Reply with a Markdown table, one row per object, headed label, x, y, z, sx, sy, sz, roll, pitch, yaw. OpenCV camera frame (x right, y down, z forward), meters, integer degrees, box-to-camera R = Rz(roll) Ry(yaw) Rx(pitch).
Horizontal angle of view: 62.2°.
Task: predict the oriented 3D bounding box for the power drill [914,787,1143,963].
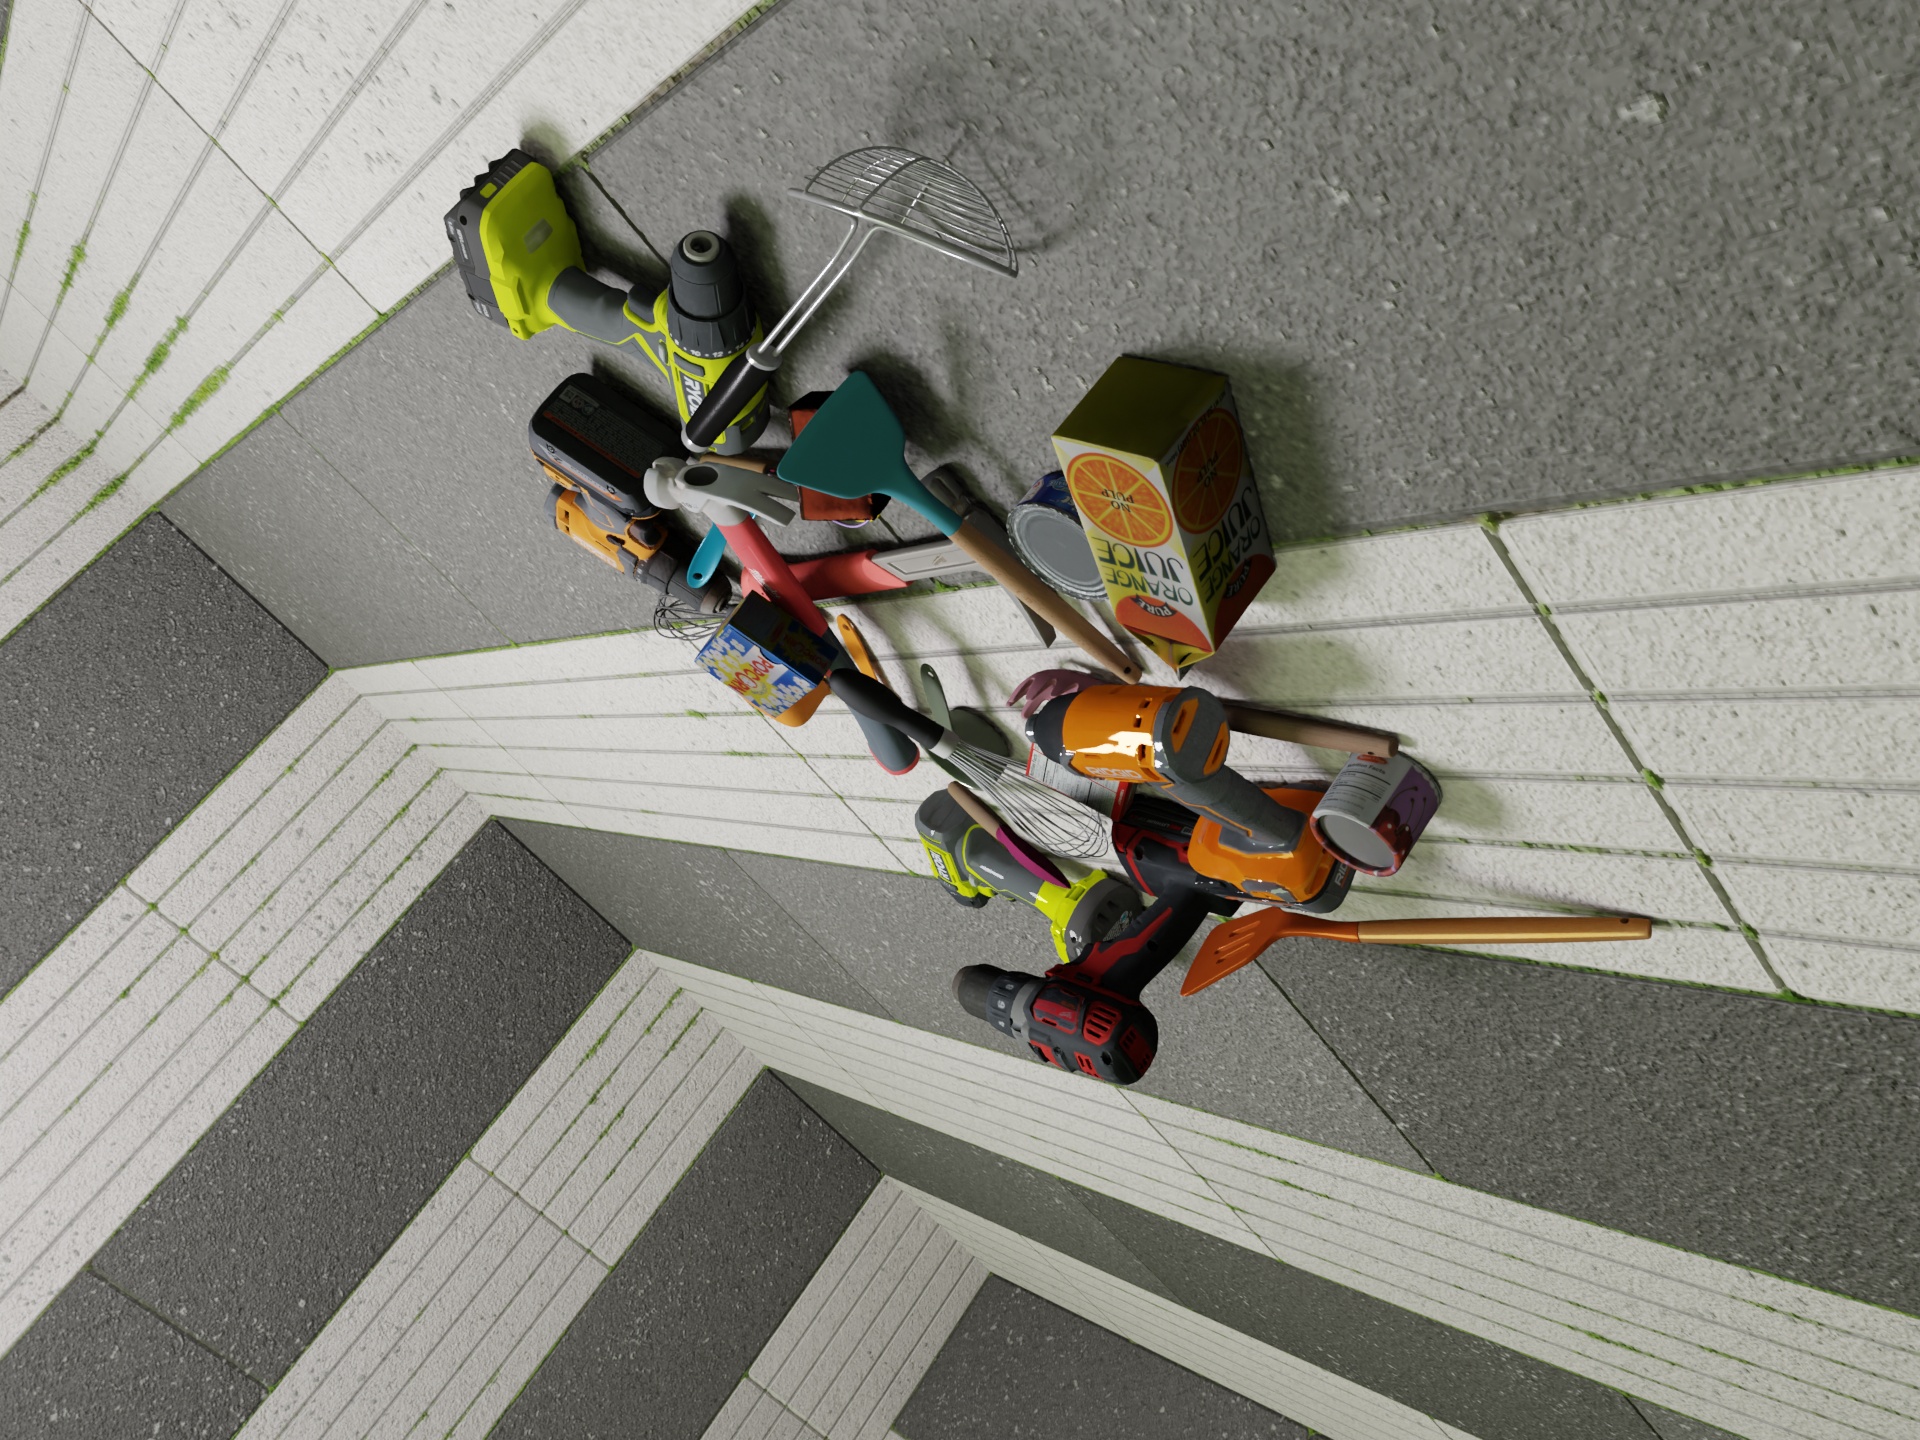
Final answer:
| label | x | y | z | sx | sy | sz | roll | pitch | yaw |
| --- | --- | --- | --- | --- | --- | --- | --- | --- | --- |
| power drill | 0.065 | 0.168 | 1.525 | 0.223 | 0.080 | 0.171 | 28 | 155 | 31 |

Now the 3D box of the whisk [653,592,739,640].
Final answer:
| label | x | y | z | sx | sy | sz | roll | pitch | yaw |
| --- | --- | --- | --- | --- | --- | --- | --- | --- | --- |
| whisk | -0.208 | -0.094 | 1.466 | 0.239 | 0.055 | 0.055 | 8 | 143 | 44 |

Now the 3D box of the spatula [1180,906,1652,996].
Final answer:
| label | x | y | z | sx | sy | sz | roll | pitch | yaw |
| --- | --- | --- | --- | --- | --- | --- | --- | --- | --- |
| spatula | 0.300 | 0.151 | 1.085 | 0.323 | 0.081 | 0.041 | -6 | 119 | 33 |

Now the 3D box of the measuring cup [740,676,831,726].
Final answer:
| label | x | y | z | sx | sy | sz | roll | pitch | yaw |
| --- | --- | --- | --- | --- | --- | --- | --- | --- | --- |
| measuring cup | -0.158 | -0.029 | 1.458 | 0.095 | 0.052 | 0.174 | 36 | 171 | -19 |

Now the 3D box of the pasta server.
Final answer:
| label | x | y | z | sx | sy | sz | roll | pitch | yaw |
| --- | --- | --- | --- | --- | --- | --- | --- | --- | --- |
| pasta server | 0.160 | 0.000 | 1.114 | 0.316 | 0.040 | 0.060 | 12 | 163 | 44 |

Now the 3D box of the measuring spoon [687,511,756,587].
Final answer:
| label | x | y | z | sx | sy | sz | roll | pitch | yaw |
| --- | --- | --- | --- | --- | --- | --- | --- | --- | --- |
| measuring spoon | -0.203 | -0.156 | 1.326 | 0.042 | 0.021 | 0.128 | 18 | 140 | -17 |

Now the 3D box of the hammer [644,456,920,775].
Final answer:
| label | x | y | z | sx | sy | sz | roll | pitch | yaw |
| --- | --- | --- | --- | --- | --- | --- | --- | --- | --- |
| hammer | -0.106 | -0.066 | 1.285 | 0.143 | 0.038 | 0.385 | 17 | 155 | 34 |

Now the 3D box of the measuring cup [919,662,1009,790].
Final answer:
| label | x | y | z | sx | sy | sz | roll | pitch | yaw |
| --- | --- | --- | --- | --- | --- | --- | --- | --- | --- |
| measuring cup | -0.002 | -0.004 | 1.345 | 0.083 | 0.038 | 0.167 | 24 | 152 | 30 |

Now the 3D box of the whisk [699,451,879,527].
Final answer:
| label | x | y | z | sx | sy | sz | roll | pitch | yaw |
| --- | --- | --- | --- | --- | --- | --- | --- | --- | --- |
| whisk | -0.127 | -0.185 | 1.185 | 0.245 | 0.051 | 0.047 | 18 | 152 | 49 |

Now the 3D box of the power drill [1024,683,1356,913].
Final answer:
| label | x | y | z | sx | sy | sz | roll | pitch | yaw |
| --- | --- | --- | --- | --- | --- | --- | --- | --- | --- |
| power drill | 0.155 | 0.047 | 1.095 | 0.226 | 0.084 | 0.164 | 36 | 160 | -34 |

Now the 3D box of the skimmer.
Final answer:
| label | x | y | z | sx | sy | sz | roll | pitch | yaw |
| --- | --- | --- | --- | --- | --- | --- | --- | --- | --- |
| skimmer | -0.094 | -0.220 | 0.941 | 0.127 | 0.090 | 0.363 | 13 | 157 | -28 |

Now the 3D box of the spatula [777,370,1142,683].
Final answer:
| label | x | y | z | sx | sy | sz | roll | pitch | yaw |
| --- | --- | --- | --- | --- | --- | --- | --- | --- | --- |
| spatula | 0.016 | -0.109 | 1.055 | 0.317 | 0.082 | 0.044 | 36 | -172 | -28 |

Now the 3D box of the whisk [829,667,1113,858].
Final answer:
| label | x | y | z | sx | sy | sz | roll | pitch | yaw |
| --- | --- | --- | --- | --- | --- | --- | --- | --- | --- |
| whisk | 0.013 | 0.033 | 1.302 | 0.284 | 0.070 | 0.070 | 32 | 160 | -18 |

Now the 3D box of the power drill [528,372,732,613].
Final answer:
| label | x | y | z | sx | sy | sz | roll | pitch | yaw |
| --- | --- | --- | --- | --- | --- | --- | --- | --- | --- |
| power drill | -0.277 | -0.181 | 1.365 | 0.185 | 0.084 | 0.226 | 34 | 161 | 3 |

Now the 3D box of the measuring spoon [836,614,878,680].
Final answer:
| label | x | y | z | sx | sy | sz | roll | pitch | yaw |
| --- | --- | --- | --- | --- | --- | --- | --- | --- | --- |
| measuring spoon | -0.083 | -0.053 | 1.409 | 0.021 | 0.011 | 0.116 | 17 | 146 | 39 |

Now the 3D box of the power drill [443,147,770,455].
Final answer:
| label | x | y | z | sx | sy | sz | roll | pitch | yaw |
| --- | --- | --- | --- | --- | --- | --- | --- | --- | --- |
| power drill | -0.233 | -0.295 | 1.088 | 0.228 | 0.080 | 0.190 | 30 | 157 | 11 |

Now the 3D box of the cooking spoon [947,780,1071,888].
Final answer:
| label | x | y | z | sx | sy | sz | roll | pitch | yaw |
| --- | --- | --- | --- | --- | --- | --- | --- | --- | --- |
| cooking spoon | 0.031 | 0.091 | 1.354 | 0.068 | 0.017 | 0.319 | 37 | 180 | -17 |

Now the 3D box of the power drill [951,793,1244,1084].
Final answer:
| label | x | y | z | sx | sy | sz | roll | pitch | yaw |
| --- | --- | --- | --- | --- | --- | --- | --- | --- | --- |
| power drill | 0.111 | 0.169 | 1.256 | 0.188 | 0.227 | 0.080 | 12 | 146 | 45 |

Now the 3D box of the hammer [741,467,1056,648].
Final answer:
| label | x | y | z | sx | sy | sz | roll | pitch | yaw |
| --- | --- | --- | --- | --- | --- | --- | --- | --- | --- |
| hammer | -0.068 | -0.110 | 1.244 | 0.149 | 0.037 | 0.359 | 48 | 154 | -23 |
